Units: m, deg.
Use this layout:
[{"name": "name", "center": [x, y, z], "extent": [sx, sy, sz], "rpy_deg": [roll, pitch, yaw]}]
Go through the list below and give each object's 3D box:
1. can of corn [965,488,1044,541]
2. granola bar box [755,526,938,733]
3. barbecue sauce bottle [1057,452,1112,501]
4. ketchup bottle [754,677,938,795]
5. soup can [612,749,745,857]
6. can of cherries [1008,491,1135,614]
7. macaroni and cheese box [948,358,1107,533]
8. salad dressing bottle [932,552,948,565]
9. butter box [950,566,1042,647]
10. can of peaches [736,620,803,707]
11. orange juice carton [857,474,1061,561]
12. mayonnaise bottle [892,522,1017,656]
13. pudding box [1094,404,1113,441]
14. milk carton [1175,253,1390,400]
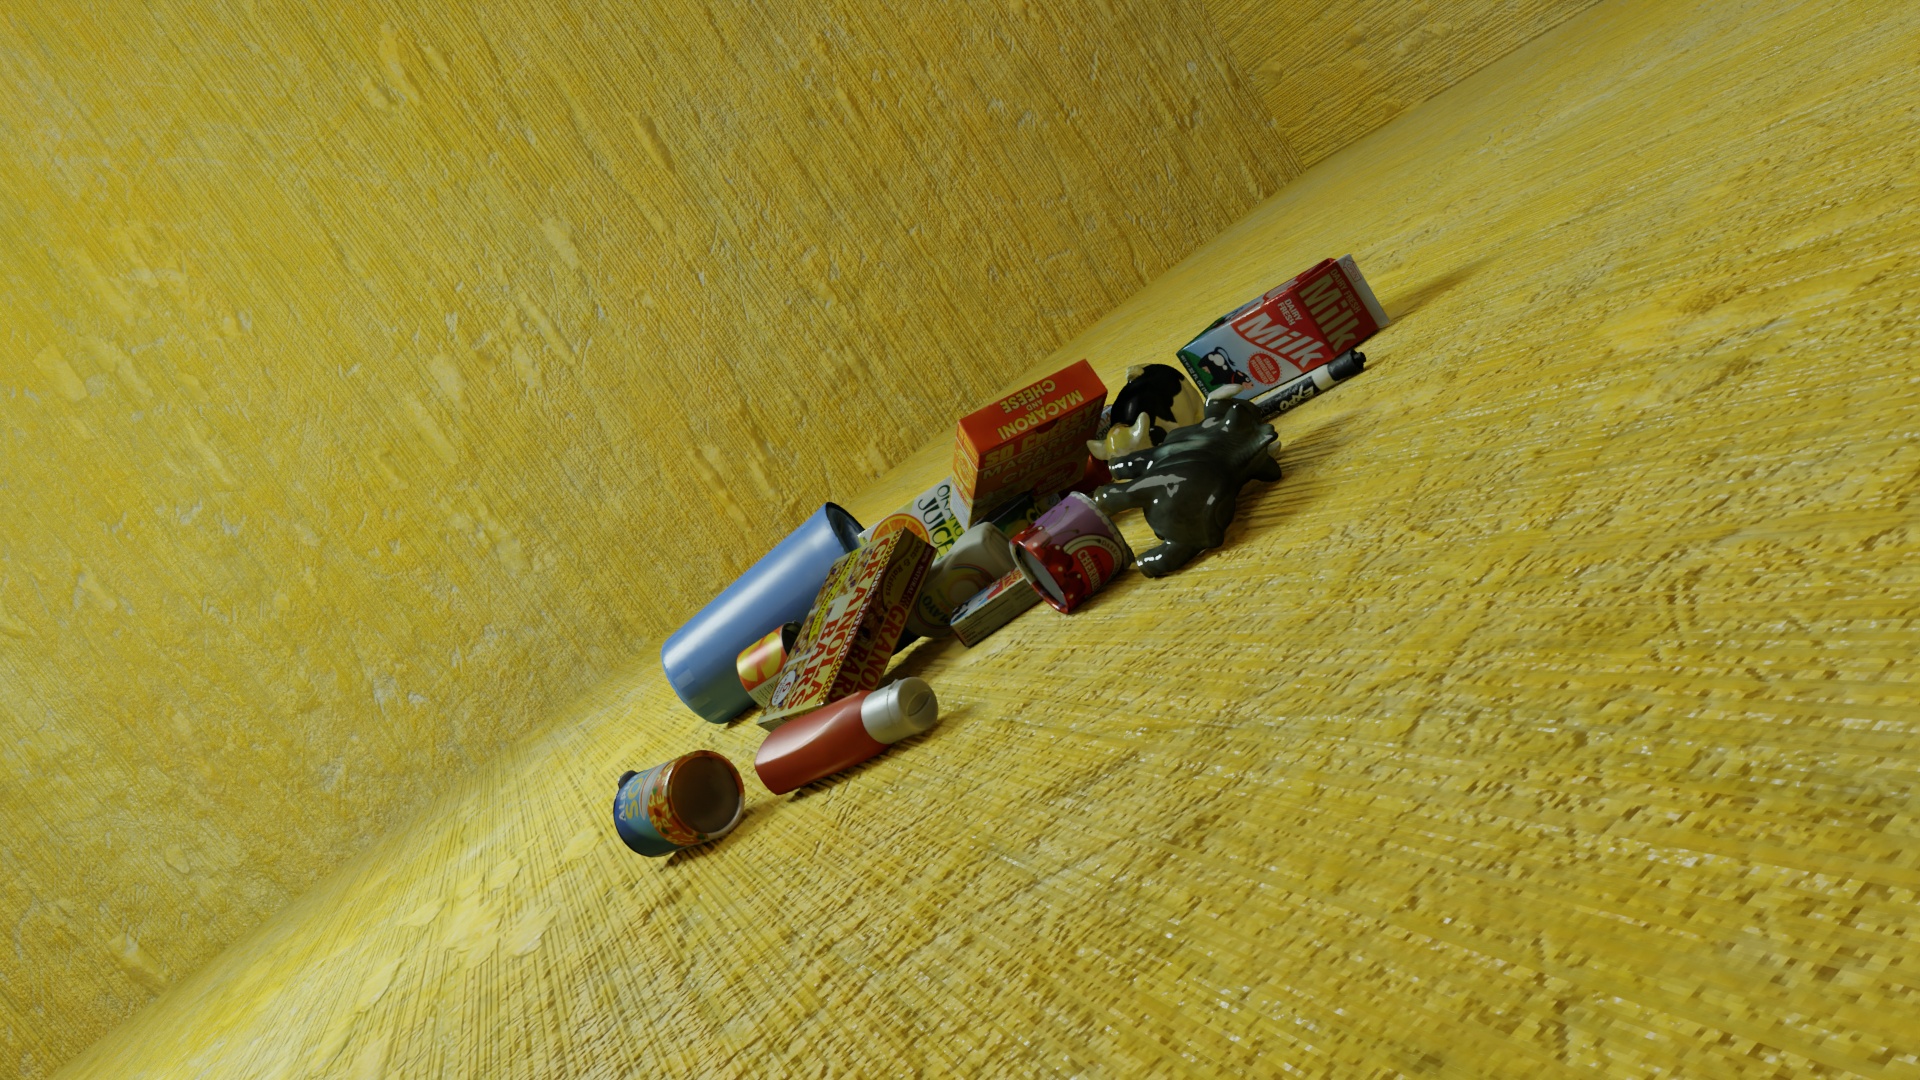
[{"name": "can of corn", "center": [0.049, -0.001, 1.171], "extent": [0.071, 0.058, 0.071], "rpy_deg": [-34, 7, 5]}, {"name": "granola bar box", "center": [-0.091, 0.079, 1.122], "extent": [0.124, 0.039, 0.166], "rpy_deg": [-24, 36, 54]}, {"name": "barbecue sauce bottle", "center": [0.079, -0.042, 1.351], "extent": [0.148, 0.043, 0.065], "rpy_deg": [-29, 5, 32]}, {"name": "ketchup bottle", "center": [-0.077, 0.131, 0.950], "extent": [0.148, 0.043, 0.065], "rpy_deg": [-28, 11, 41]}, {"name": "soup can", "center": [-0.210, 0.193, 1.027], "extent": [0.083, 0.071, 0.072], "rpy_deg": [-27, 11, 45]}, {"name": "can of cherries", "center": [0.077, 0.010, 0.965], "extent": [0.058, 0.071, 0.071], "rpy_deg": [-37, 8, -14]}, {"name": "macaroni and cheese box", "center": [0.055, -0.075, 1.185], "extent": [0.124, 0.040, 0.165], "rpy_deg": [-27, -18, -14]}, {"name": "salad dressing bottle", "center": [0.001, 0.028, 1.249], "extent": [0.147, 0.044, 0.064], "rpy_deg": [-32, 0, 14]}, {"name": "butter box", "center": [0.041, 0.041, 1.075], "extent": [0.103, 0.024, 0.053], "rpy_deg": [-34, 8, 7]}, {"name": "can of peaches", "center": [-0.171, 0.119, 1.326], "extent": [0.058, 0.071, 0.071], "rpy_deg": [-33, 8, 18]}, {"name": "orange juice carton", "center": [0.005, -0.016, 1.314], "extent": [0.192, 0.072, 0.073], "rpy_deg": [-32, -20, 23]}, {"name": "mayonnaise bottle", "center": [-0.014, 0.046, 1.147], "extent": [0.147, 0.064, 0.041], "rpy_deg": [-36, 20, 27]}, {"name": "pudding box", "center": [0.148, -0.121, 1.592], "extent": [0.084, 0.030, 0.050], "rpy_deg": [-35, 8, -1]}, {"name": "milk carton", "center": [0.291, -0.188, 1.237], "extent": [0.074, 0.072, 0.190], "rpy_deg": [-40, 9, -36]}]
